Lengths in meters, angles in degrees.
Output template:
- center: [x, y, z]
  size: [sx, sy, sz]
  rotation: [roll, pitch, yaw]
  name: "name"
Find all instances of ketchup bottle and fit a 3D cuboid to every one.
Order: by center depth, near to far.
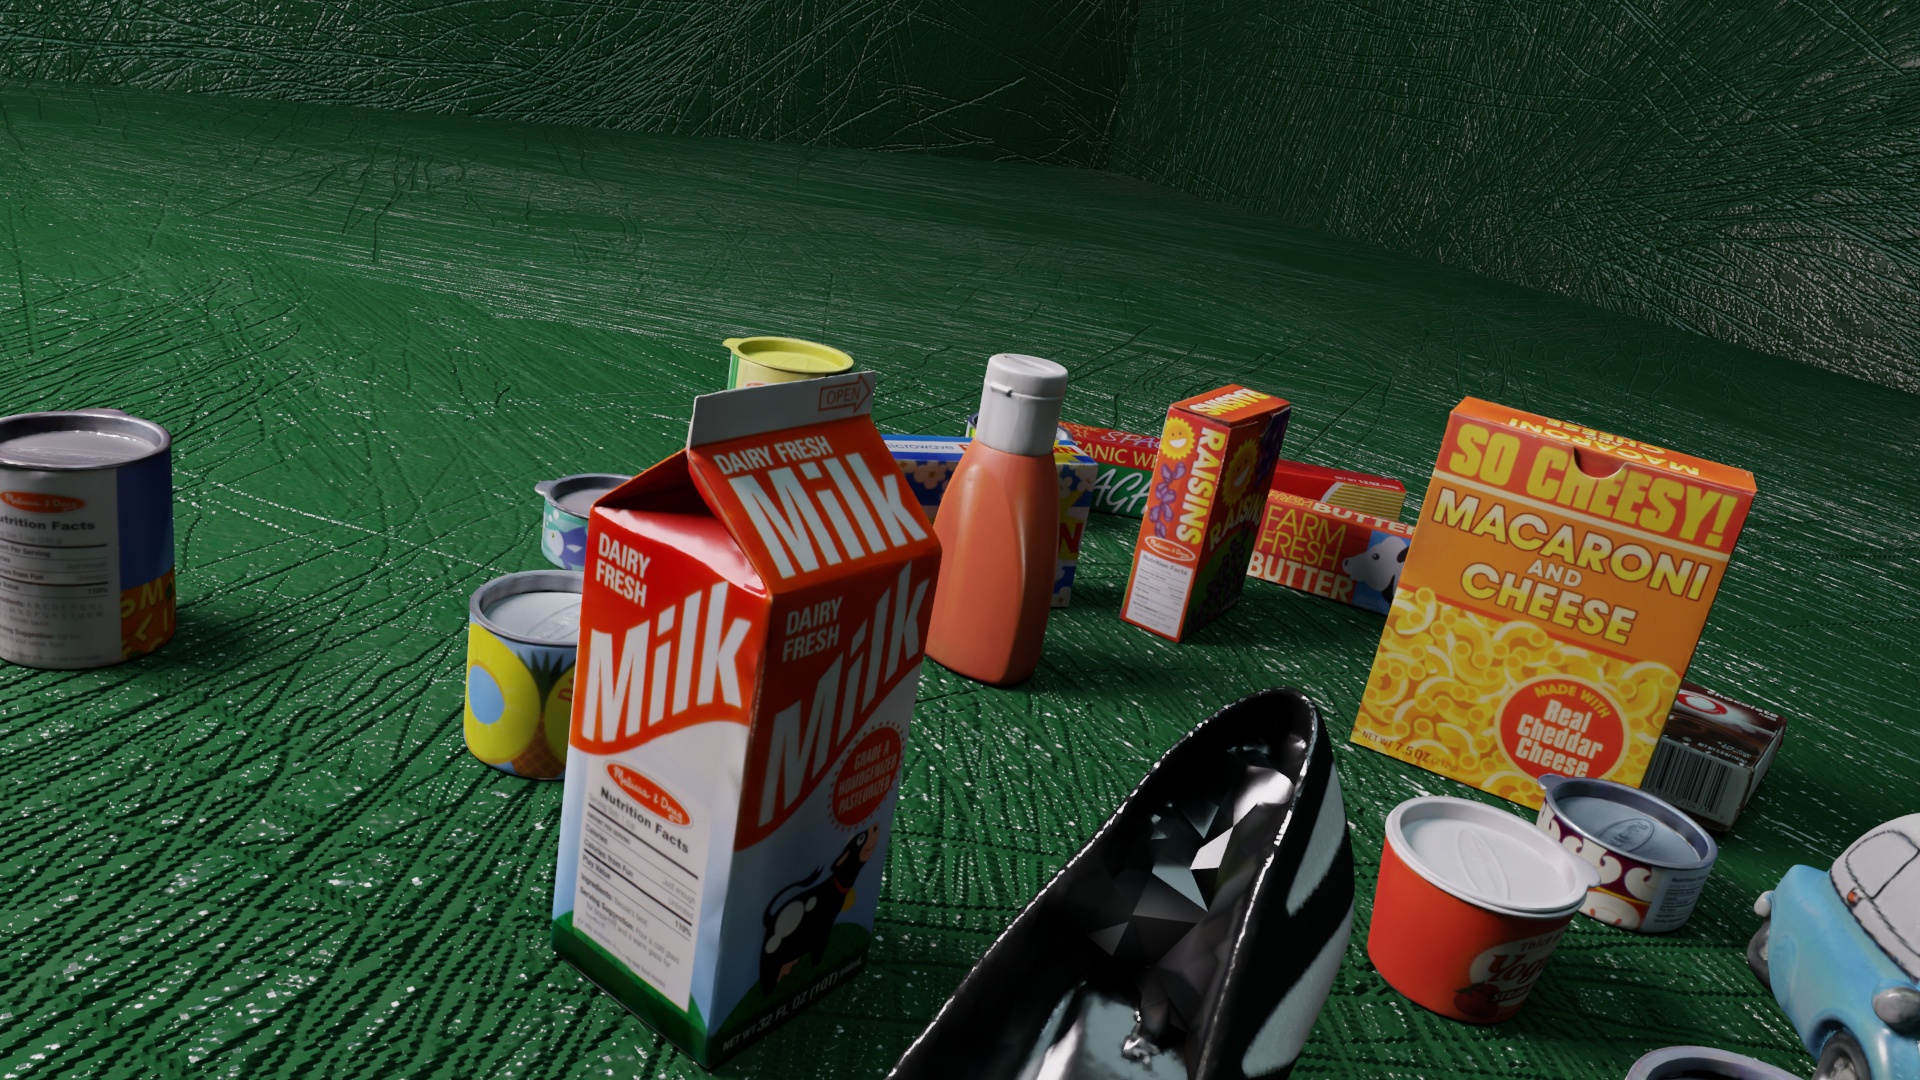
- center: [0.018, -0.011, 0.644]
  size: [0.065, 0.148, 0.044]
  rotation: [25, 25, 34]
  name: "ketchup bottle"

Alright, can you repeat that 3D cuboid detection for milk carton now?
- center: [-0.062, 0.045, 0.405]
  size: [0.073, 0.189, 0.072]
  rotation: [23, 24, 31]
  name: "milk carton"

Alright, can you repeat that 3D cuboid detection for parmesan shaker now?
- center: [-0.101, -0.054, 0.766]
  size: [0.071, 0.102, 0.071]
  rotation: [9, 20, -3]
  name: "parmesan shaker"

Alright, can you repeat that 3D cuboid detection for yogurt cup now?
- center: [0.177, 0.130, 0.488]
  size: [0.072, 0.053, 0.072]
  rotation: [9, 21, -3]
  name: "yogurt cup"

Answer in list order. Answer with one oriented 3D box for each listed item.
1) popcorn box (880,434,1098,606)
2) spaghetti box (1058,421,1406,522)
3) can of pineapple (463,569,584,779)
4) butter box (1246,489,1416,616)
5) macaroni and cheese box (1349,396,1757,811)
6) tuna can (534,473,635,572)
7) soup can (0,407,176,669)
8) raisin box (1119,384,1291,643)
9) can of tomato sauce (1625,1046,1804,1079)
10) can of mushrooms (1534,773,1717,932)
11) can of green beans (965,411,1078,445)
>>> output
- center: [0.003, -0.009, 0.722]
  size: [0.127, 0.085, 0.038]
  rotation: [0, 23, -26]
  name: "popcorn box"
- center: [0.164, -0.034, 0.913]
  size: [0.250, 0.050, 0.029]
  rotation: [9, 20, -2]
  name: "spaghetti box"
- center: [-0.153, 0.051, 0.532]
  size: [0.071, 0.057, 0.071]
  rotation: [9, 21, -3]
  name: "can of pineapple"
- center: [0.224, 0.008, 0.829]
  size: [0.103, 0.053, 0.024]
  rotation: [17, 21, 17]
  name: "butter box"
- center: [0.259, 0.034, 0.618]
  size: [0.124, 0.165, 0.040]
  rotation: [19, 22, 22]
  name: "macaroni and cheese box"
- center: [-0.181, -0.008, 0.707]
  size: [0.071, 0.032, 0.071]
  rotation: [9, 21, -3]
  name: "tuna can"
- center: [-0.344, -0.002, 0.543]
  size: [0.071, 0.083, 0.071]
  rotation: [9, 21, -3]
  name: "soup can"
- center: [0.133, -0.016, 0.750]
  size: [0.040, 0.123, 0.086]
  rotation: [22, 23, 29]
  name: "raisin box"
- center: [0.179, 0.176, 0.327]
  size: [0.071, 0.082, 0.071]
  rotation: [9, 21, -3]
  name: "can of tomato sauce"
- center: [0.266, 0.126, 0.568]
  size: [0.071, 0.033, 0.071]
  rotation: [9, 21, -3]
  name: "can of mushrooms"
- center: [0.032, -0.043, 0.863]
  size: [0.071, 0.057, 0.071]
  rotation: [9, 21, -3]
  name: "can of green beans"
